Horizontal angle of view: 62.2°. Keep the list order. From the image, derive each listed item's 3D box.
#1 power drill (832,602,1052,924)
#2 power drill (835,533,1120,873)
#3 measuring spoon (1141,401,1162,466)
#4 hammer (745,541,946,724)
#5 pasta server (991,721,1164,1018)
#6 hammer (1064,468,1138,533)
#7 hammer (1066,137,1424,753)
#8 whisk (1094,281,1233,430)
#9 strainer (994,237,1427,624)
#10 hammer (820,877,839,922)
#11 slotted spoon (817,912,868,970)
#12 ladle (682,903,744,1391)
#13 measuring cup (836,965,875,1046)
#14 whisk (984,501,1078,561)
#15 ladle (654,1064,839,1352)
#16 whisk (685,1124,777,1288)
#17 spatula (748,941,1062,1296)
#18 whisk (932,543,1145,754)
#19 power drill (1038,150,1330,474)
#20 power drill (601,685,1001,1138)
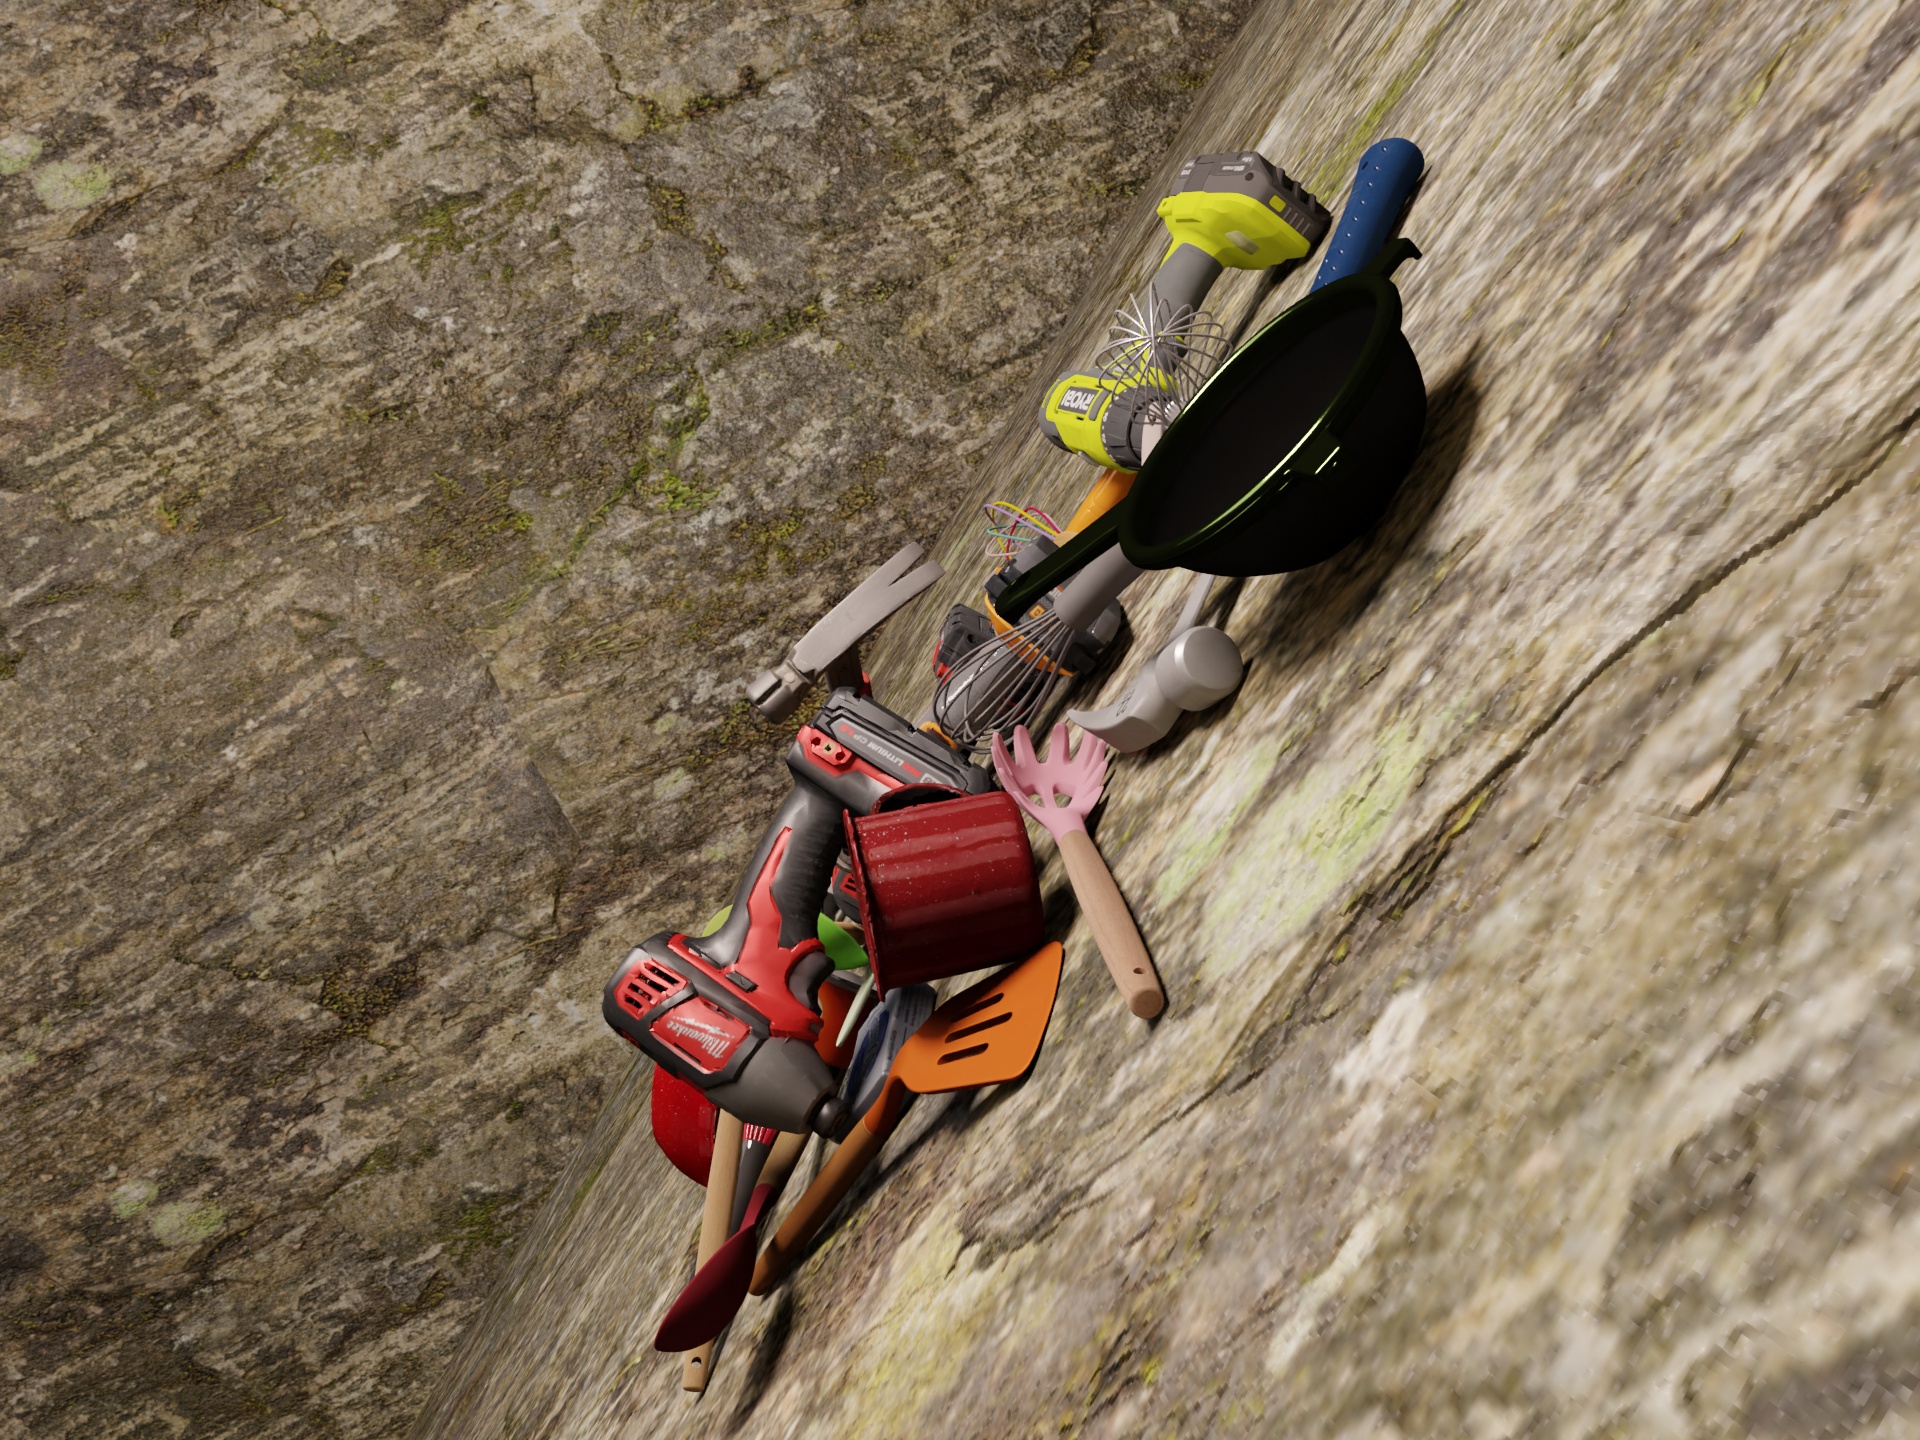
[{"bbox_3d":[-0.023,0.031,1.179,0.226,0.080,0.188,-61,6,11],"label":"power drill"},{"bbox_3d":[-0.002,-0.003,0.983,0.226,0.084,0.185,-48,3,12],"label":"power drill"},{"bbox_3d":[0.128,-0.155,1.012,0.034,0.018,0.124,-44,34,48],"label":"measuring spoon"},{"bbox_3d":[-0.073,-0.016,1.176,0.149,0.037,0.359,-42,-11,-10],"label":"hammer"},{"bbox_3d":[0.055,0.057,0.718,0.316,0.060,0.040,-106,13,-76],"label":"pasta server"},{"bbox_3d":[0.064,-0.100,1.261,0.336,0.034,0.127,-56,8,25],"label":"hammer"},{"bbox_3d":[0.163,-0.155,0.836,0.406,0.035,0.144,-63,9,-25],"label":"hammer"},{"bbox_3d":[0.122,-0.175,0.890,0.070,0.070,0.284,-59,-12,4],"label":"whisk"},{"bbox_3d":[0.110,-0.087,0.695,0.256,0.069,0.152,-33,25,49],"label":"strainer"},{"bbox_3d":[-0.117,0.125,1.247,0.334,0.035,0.146,104,-174,-59],"label":"hammer"},{"bbox_3d":[-0.083,0.147,1.078,0.031,0.070,0.313,-58,-6,-6],"label":"slotted spoon"},{"bbox_3d":[-0.144,0.255,1.003,0.062,0.078,0.320,106,170,-55],"label":"ladle"},{"bbox_3d":[-0.021,0.125,0.946,0.167,0.038,0.083,-62,8,-5],"label":"measuring cup"},{"bbox_3d":[0.071,-0.127,1.161,0.245,0.051,0.047,-147,65,-67],"label":"whisk"},{"bbox_3d":[-0.106,0.259,0.912,0.069,0.031,0.315,-60,-1,16],"label":"ladle"},{"bbox_3d":[-0.131,0.266,1.050,0.073,0.073,0.296,-52,17,43],"label":"whisk"},{"bbox_3d":[-0.043,0.218,0.796,0.322,0.041,0.081,-58,7,40],"label":"spatula"},{"bbox_3d":[0.058,-0.059,0.837,0.239,0.055,0.055,-47,14,37],"label":"whisk"},{"bbox_3d":[0.158,-0.277,1.118,0.228,0.080,0.191,-59,25,4],"label":"power drill"},{"bbox_3d":[-0.074,0.106,0.844,0.220,0.143,0.078,-55,-19,-11],"label":"power drill"}]
